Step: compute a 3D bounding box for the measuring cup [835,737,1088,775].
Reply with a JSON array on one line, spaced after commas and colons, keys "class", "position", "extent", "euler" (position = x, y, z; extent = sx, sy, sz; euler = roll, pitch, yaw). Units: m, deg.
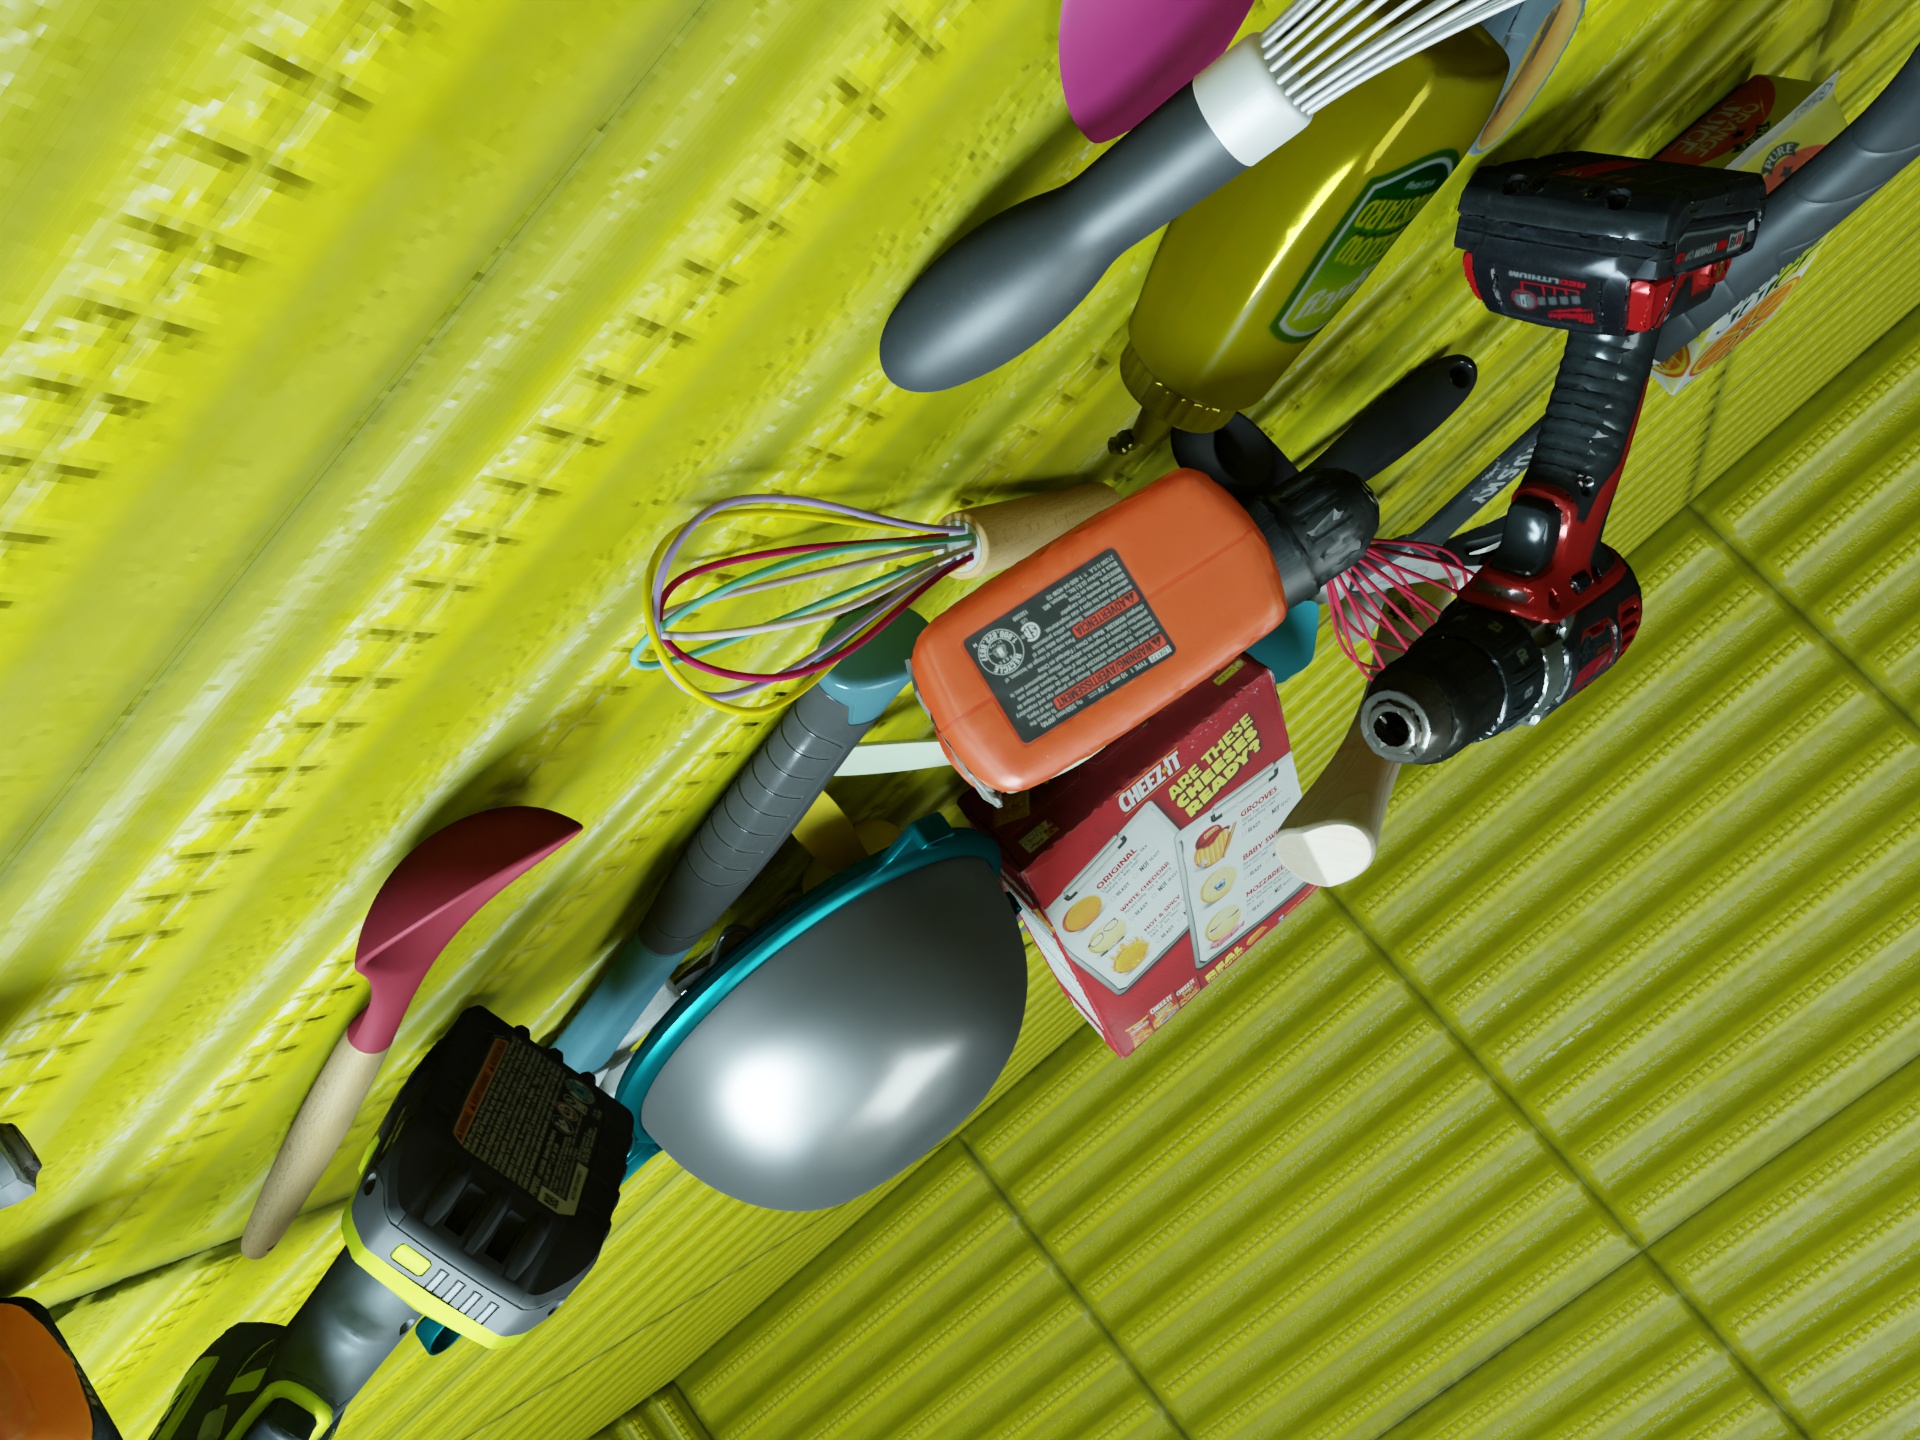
[{"class": "measuring cup", "position": [-0.001, -0.002, 0.668], "extent": [0.167, 0.038, 0.083], "euler": [-5, 148, -37]}]

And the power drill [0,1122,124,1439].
[{"class": "power drill", "position": [-0.292, 0.181, 0.402], "extent": [0.164, 0.084, 0.226], "euler": [-34, 161, -27]}]

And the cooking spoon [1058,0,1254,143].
[{"class": "cooking spoon", "position": [0.057, -0.202, 0.239], "extent": [0.069, 0.017, 0.318], "euler": [-36, 165, -16]}]

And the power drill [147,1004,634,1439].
[{"class": "power drill", "position": [-0.216, 0.225, 0.537], "extent": [0.228, 0.080, 0.191], "euler": [-50, -168, 6]}]

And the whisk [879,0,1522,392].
[{"class": "whisk", "position": [0.086, -0.143, 0.317], "extent": [0.284, 0.070, 0.070], "euler": [-30, 173, 35]}]

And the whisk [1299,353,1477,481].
[{"class": "whisk", "position": [0.157, -0.097, 0.734], "extent": [0.239, 0.055, 0.055], "euler": [-40, 165, -14]}]

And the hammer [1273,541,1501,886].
[{"class": "hammer", "position": [0.246, -0.023, 0.871], "extent": [0.146, 0.038, 0.411], "euler": [-24, -168, 29]}]

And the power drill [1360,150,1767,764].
[{"class": "power drill", "position": [0.227, -0.097, 0.627], "extent": [0.188, 0.080, 0.226], "euler": [-25, 128, -43]}]

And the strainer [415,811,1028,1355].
[{"class": "strainer", "position": [-0.090, 0.192, 0.708], "extent": [0.340, 0.095, 0.210], "euler": [-41, 160, -3]}]

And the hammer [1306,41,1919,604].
[{"class": "hammer", "position": [0.309, -0.162, 0.736], "extent": [0.149, 0.036, 0.408], "euler": [-8, 160, -23]}]

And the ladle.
[{"class": "ladle", "position": [-0.201, 0.116, 0.529], "extent": [0.069, 0.031, 0.315], "euler": [-32, 167, -49]}]

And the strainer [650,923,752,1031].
[{"class": "strainer", "position": [-0.127, 0.171, 0.843], "extent": [0.087, 0.050, 0.258], "euler": [-15, 160, -22]}]

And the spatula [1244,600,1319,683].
[{"class": "spatula", "position": [0.195, -0.048, 0.977], "extent": [0.082, 0.044, 0.317], "euler": [-12, -179, 18]}]

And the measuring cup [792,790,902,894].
[{"class": "measuring cup", "position": [-0.058, 0.051, 0.703], "extent": [0.062, 0.029, 0.156], "euler": [-38, 153, -6]}]

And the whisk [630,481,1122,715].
[{"class": "whisk", "position": [-0.012, -0.046, 0.484], "extent": [0.051, 0.047, 0.245], "euler": [-51, 165, 32]}]

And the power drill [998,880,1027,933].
[{"class": "power drill", "position": [0.057, 0.088, 0.971], "extent": [0.223, 0.080, 0.171], "euler": [-30, 158, -24]}]

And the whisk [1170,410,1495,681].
[{"class": "whisk", "position": [0.168, -0.069, 0.687], "extent": [0.073, 0.073, 0.295], "euler": [-44, 143, 17]}]

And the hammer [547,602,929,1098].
[{"class": "hammer", "position": [-0.108, 0.075, 0.618], "extent": [0.128, 0.033, 0.331], "euler": [-19, 155, -51]}]
